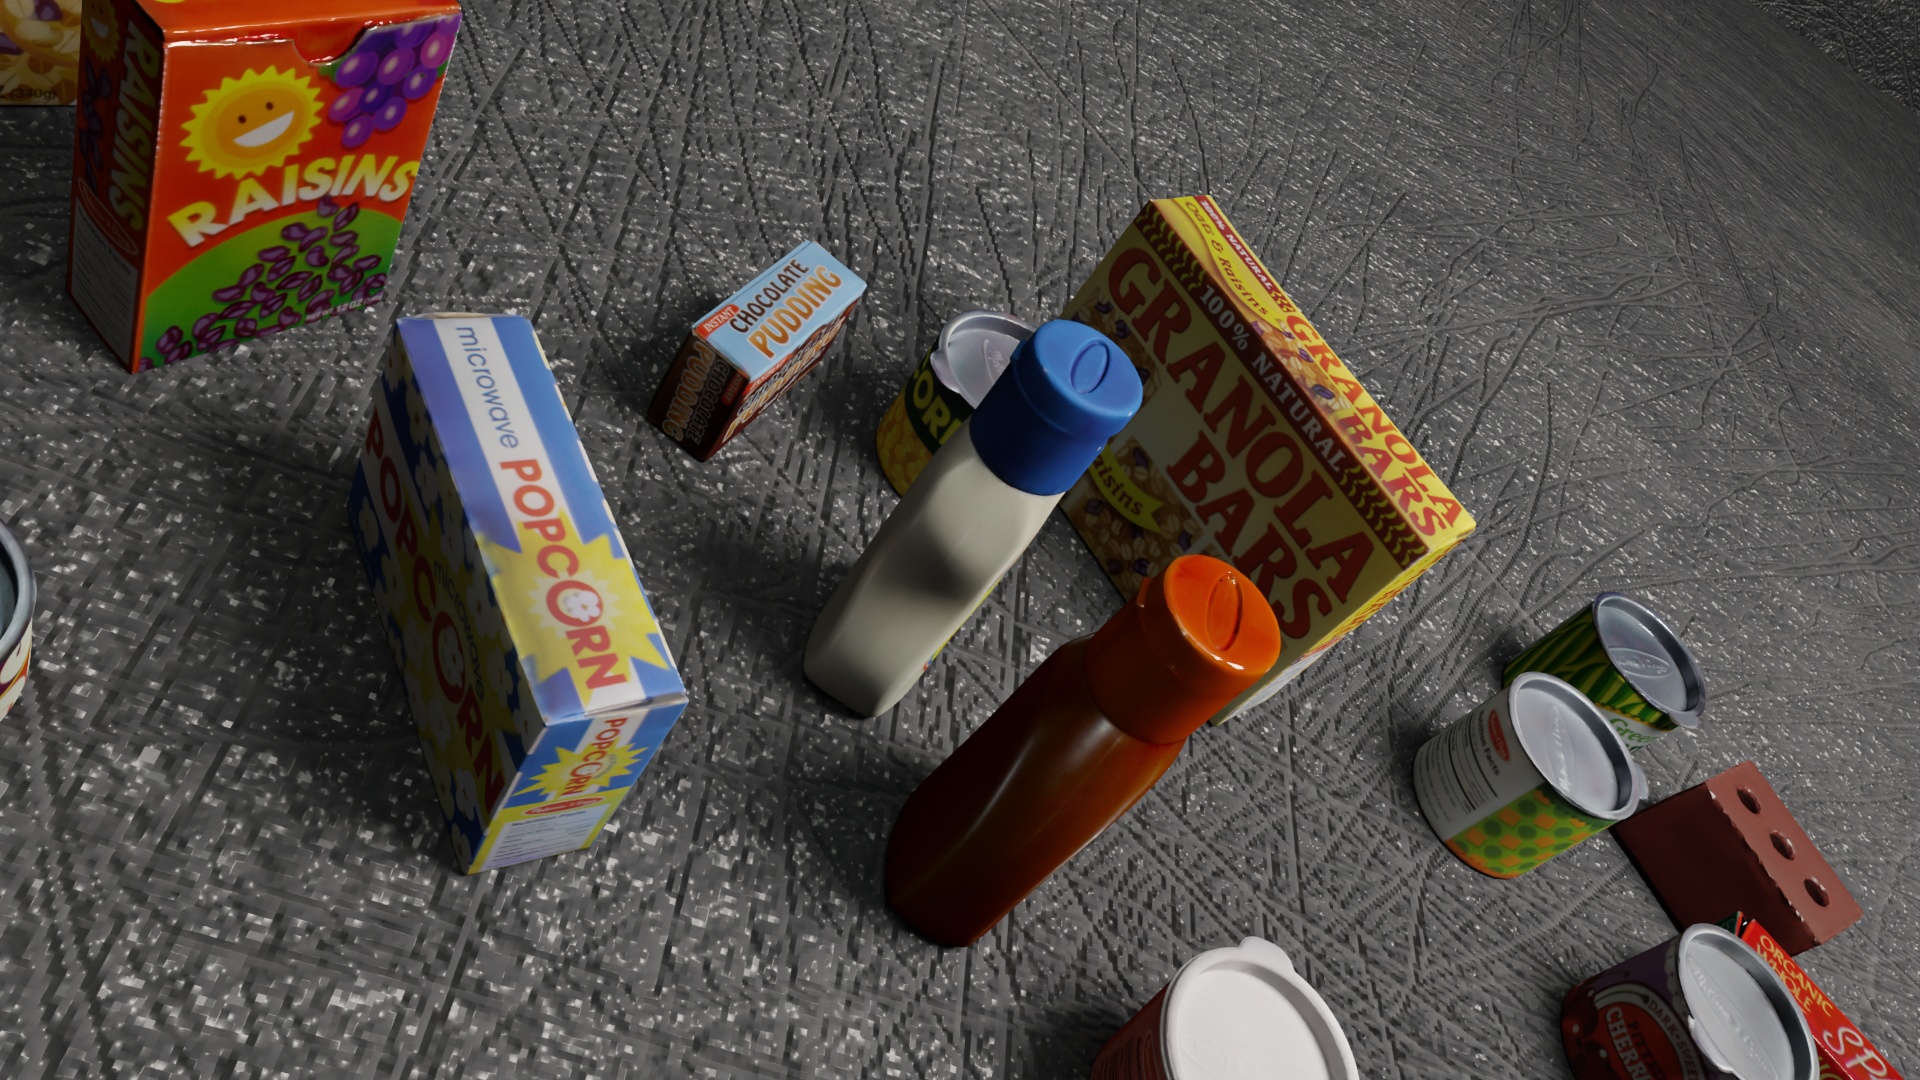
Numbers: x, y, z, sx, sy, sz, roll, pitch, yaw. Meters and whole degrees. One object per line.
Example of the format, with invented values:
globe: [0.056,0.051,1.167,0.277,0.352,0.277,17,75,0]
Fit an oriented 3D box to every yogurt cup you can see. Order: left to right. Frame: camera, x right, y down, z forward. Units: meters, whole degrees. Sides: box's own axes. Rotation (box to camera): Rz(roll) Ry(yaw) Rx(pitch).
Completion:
yogurt cup: [0.074,0.161,0.407,0.072,0.053,0.073,19,46,-21]

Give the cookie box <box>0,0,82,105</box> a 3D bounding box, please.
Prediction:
cookie box: [-0.280,-0.197,0.386,0.123,0.166,0.040,-16,65,-42]

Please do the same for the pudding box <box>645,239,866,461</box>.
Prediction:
pudding box: [-0.074,-0.071,0.509,0.030,0.049,0.084,39,42,0]

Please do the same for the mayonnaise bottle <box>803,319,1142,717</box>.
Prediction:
mayonnaise bottle: [0.002,-0.005,0.431,0.041,0.147,0.065,35,42,-5]

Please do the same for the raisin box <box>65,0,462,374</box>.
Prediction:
raisin box: [-0.202,-0.111,0.399,0.040,0.122,0.086,48,43,10]

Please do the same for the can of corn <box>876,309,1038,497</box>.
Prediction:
can of corn: [0.006,-0.046,0.536,0.071,0.058,0.071,19,46,-21]

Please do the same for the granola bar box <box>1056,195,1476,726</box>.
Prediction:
granola bar box: [0.097,-0.031,0.538,0.039,0.123,0.166,-15,64,-42]

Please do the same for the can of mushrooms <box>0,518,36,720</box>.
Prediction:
can of mushrooms: [-0.252,0.018,0.319,0.071,0.033,0.071,19,46,-21]

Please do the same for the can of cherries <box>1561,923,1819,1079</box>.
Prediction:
can of cherries: [0.269,0.186,0.518,0.071,0.058,0.072,19,46,-21]

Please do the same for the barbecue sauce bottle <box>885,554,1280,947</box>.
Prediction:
barbecue sauce bottle: [0.031,0.059,0.395,0.043,0.147,0.065,33,42,-7]

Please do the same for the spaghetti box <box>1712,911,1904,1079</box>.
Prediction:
spaghetti box: [0.371,0.258,0.533,0.250,0.050,0.029,50,43,12]

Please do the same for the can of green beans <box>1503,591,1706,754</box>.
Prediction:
can of green beans: [0.296,0.067,0.641,0.071,0.057,0.071,19,46,-21]

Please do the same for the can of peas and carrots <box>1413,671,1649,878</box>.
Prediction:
can of peas and carrots: [0.232,0.098,0.569,0.071,0.058,0.071,19,46,-21]

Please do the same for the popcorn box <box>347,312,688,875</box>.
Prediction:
popcorn box: [-0.125,0.013,0.374,0.038,0.084,0.127,-8,59,-39]
